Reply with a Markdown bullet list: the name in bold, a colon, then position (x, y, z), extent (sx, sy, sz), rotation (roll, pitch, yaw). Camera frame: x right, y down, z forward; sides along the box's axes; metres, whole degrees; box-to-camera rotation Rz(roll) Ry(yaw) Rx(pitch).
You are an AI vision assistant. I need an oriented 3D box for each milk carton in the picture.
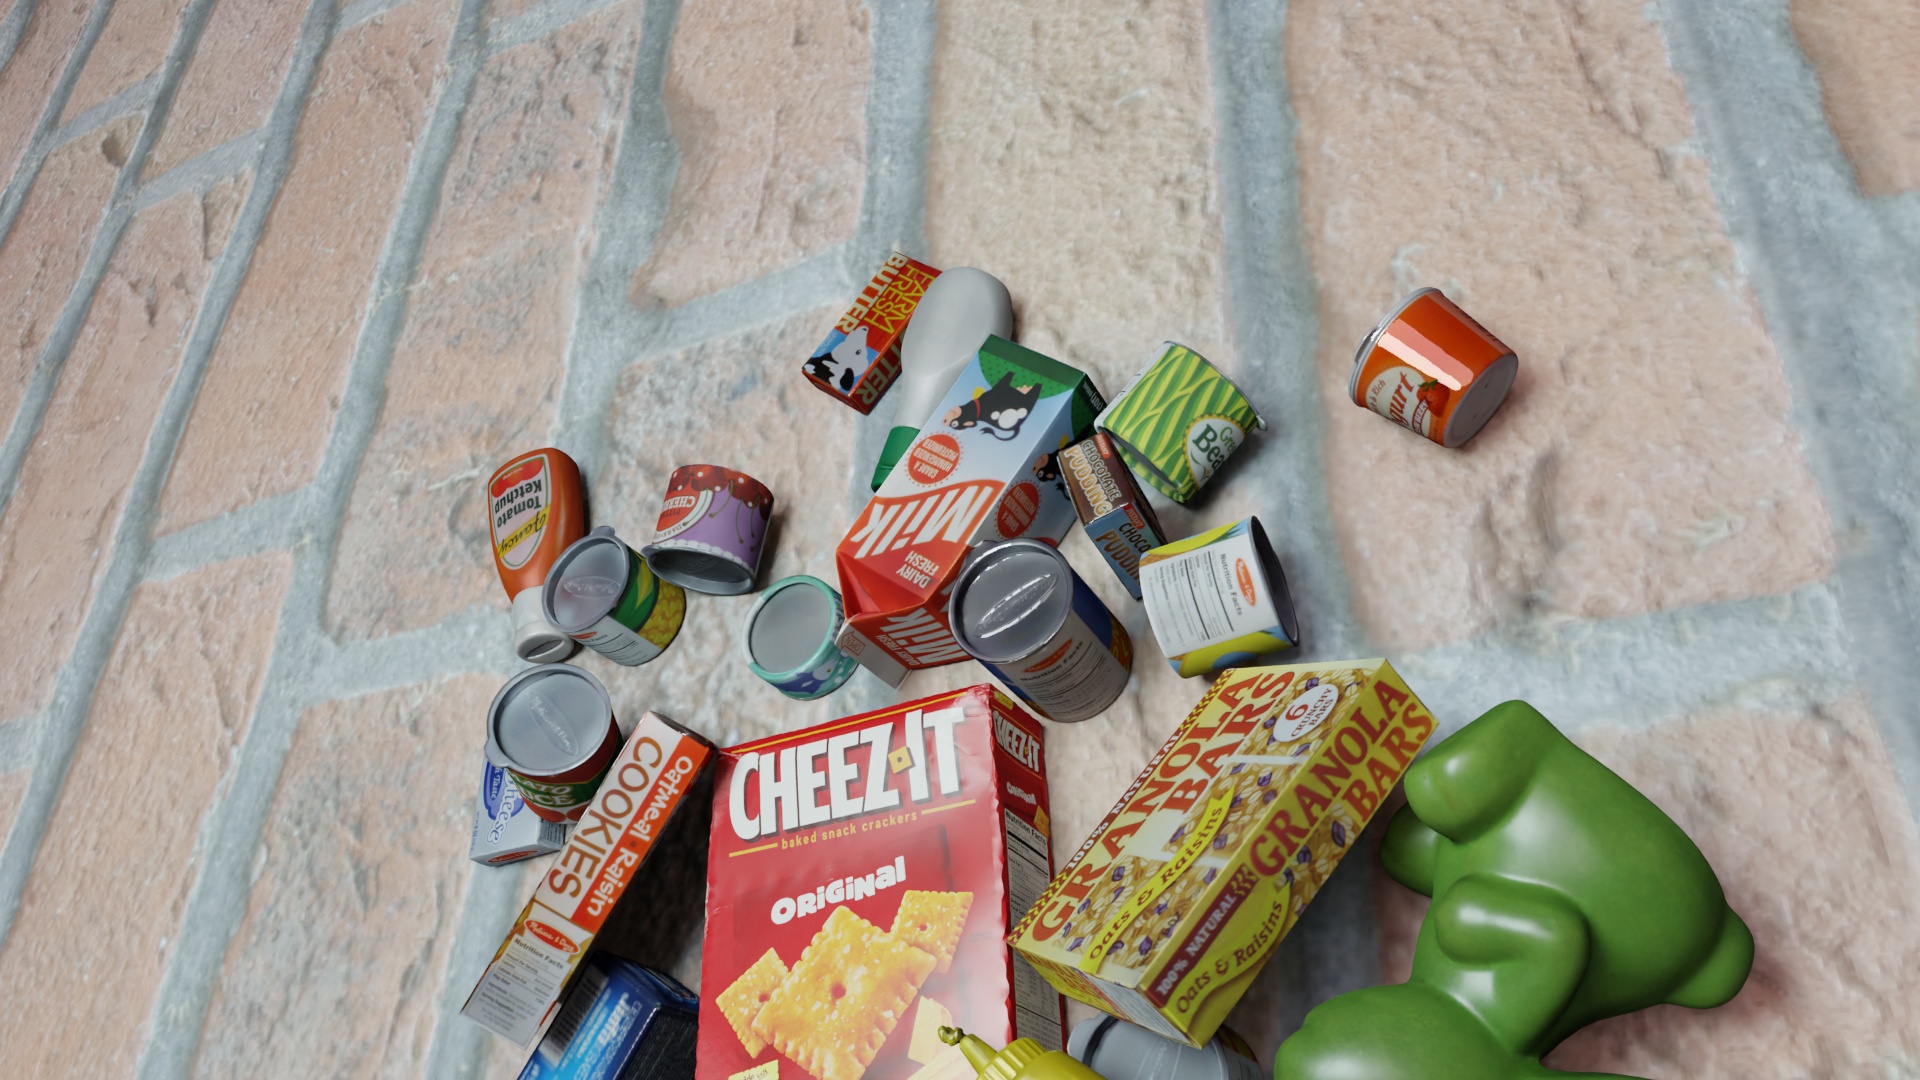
- **milk carton**: position (0.003, -0.009, 0.755), extent (0.073, 0.072, 0.191), rotation (28, 79, 37)

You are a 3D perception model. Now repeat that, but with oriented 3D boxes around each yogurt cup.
- **yogurt cup**: position (0.232, -0.081, 0.676), extent (0.072, 0.072, 0.054), rotation (-47, 59, -2)

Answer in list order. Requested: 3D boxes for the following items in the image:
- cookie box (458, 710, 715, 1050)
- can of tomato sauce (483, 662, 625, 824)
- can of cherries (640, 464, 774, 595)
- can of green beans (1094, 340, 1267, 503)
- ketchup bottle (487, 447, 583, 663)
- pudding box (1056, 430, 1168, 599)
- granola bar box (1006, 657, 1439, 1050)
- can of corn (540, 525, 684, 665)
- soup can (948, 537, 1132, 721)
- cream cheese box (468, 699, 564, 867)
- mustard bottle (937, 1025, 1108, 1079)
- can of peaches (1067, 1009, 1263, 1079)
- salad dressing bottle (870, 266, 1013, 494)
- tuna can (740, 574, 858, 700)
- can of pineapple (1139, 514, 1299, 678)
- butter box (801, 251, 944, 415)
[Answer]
- **cookie box**: position (-0.189, 0.171, 0.731), extent (0.040, 0.122, 0.168), rotation (32, 78, -4)
- **can of tomato sauce**: position (-0.227, 0.118, 0.789), extent (0.071, 0.082, 0.071), rotation (2, 59, -3)
- **can of cherries**: position (-0.152, -0.007, 0.841), extent (0.071, 0.071, 0.058), rotation (-4, 61, 28)
- **can of green beans**: position (0.113, -0.061, 0.728), extent (0.058, 0.071, 0.071), rotation (-48, 51, -2)
- **ketchup bottle**: position (-0.279, 0.011, 0.919), extent (0.064, 0.043, 0.149), rotation (-26, 54, 14)
- **pudding box**: position (0.081, -0.012, 0.706), extent (0.030, 0.083, 0.050), rotation (-26, 53, 11)
- **granola bar box**: position (0.106, 0.123, 0.577), extent (0.166, 0.039, 0.124), rotation (-46, 10, -20)
- **can of corn**: position (-0.213, 0.035, 0.859), extent (0.071, 0.058, 0.071), rotation (-14, 57, 22)
- **soup can**: position (0.040, 0.044, 0.695), extent (0.071, 0.083, 0.071), rotation (-14, 57, 22)
- **cream cheese box**: position (-0.265, 0.142, 0.847), extent (0.053, 0.024, 0.104), rotation (-15, 57, 20)
- **mustard bottle**: position (0.050, 0.236, 0.527), extent (0.160, 0.048, 0.065), rotation (36, 89, 34)
- **can of peaches**: position (0.086, 0.227, 0.581), extent (0.071, 0.058, 0.071), rotation (-14, 58, 23)
- **salad dressing bottle**: position (-0.013, -0.091, 0.831), extent (0.064, 0.044, 0.148), rotation (8, 69, 31)
- **tuna can**: position (-0.088, 0.055, 0.794), extent (0.071, 0.032, 0.071), rotation (-14, 57, 23)
- **can of pineapple**: position (0.125, 0.028, 0.671), extent (0.058, 0.071, 0.071), rotation (-20, 55, 19)
- **butter box**: position (-0.051, -0.134, 0.888), extent (0.053, 0.024, 0.103), rotation (32, 81, 39)
